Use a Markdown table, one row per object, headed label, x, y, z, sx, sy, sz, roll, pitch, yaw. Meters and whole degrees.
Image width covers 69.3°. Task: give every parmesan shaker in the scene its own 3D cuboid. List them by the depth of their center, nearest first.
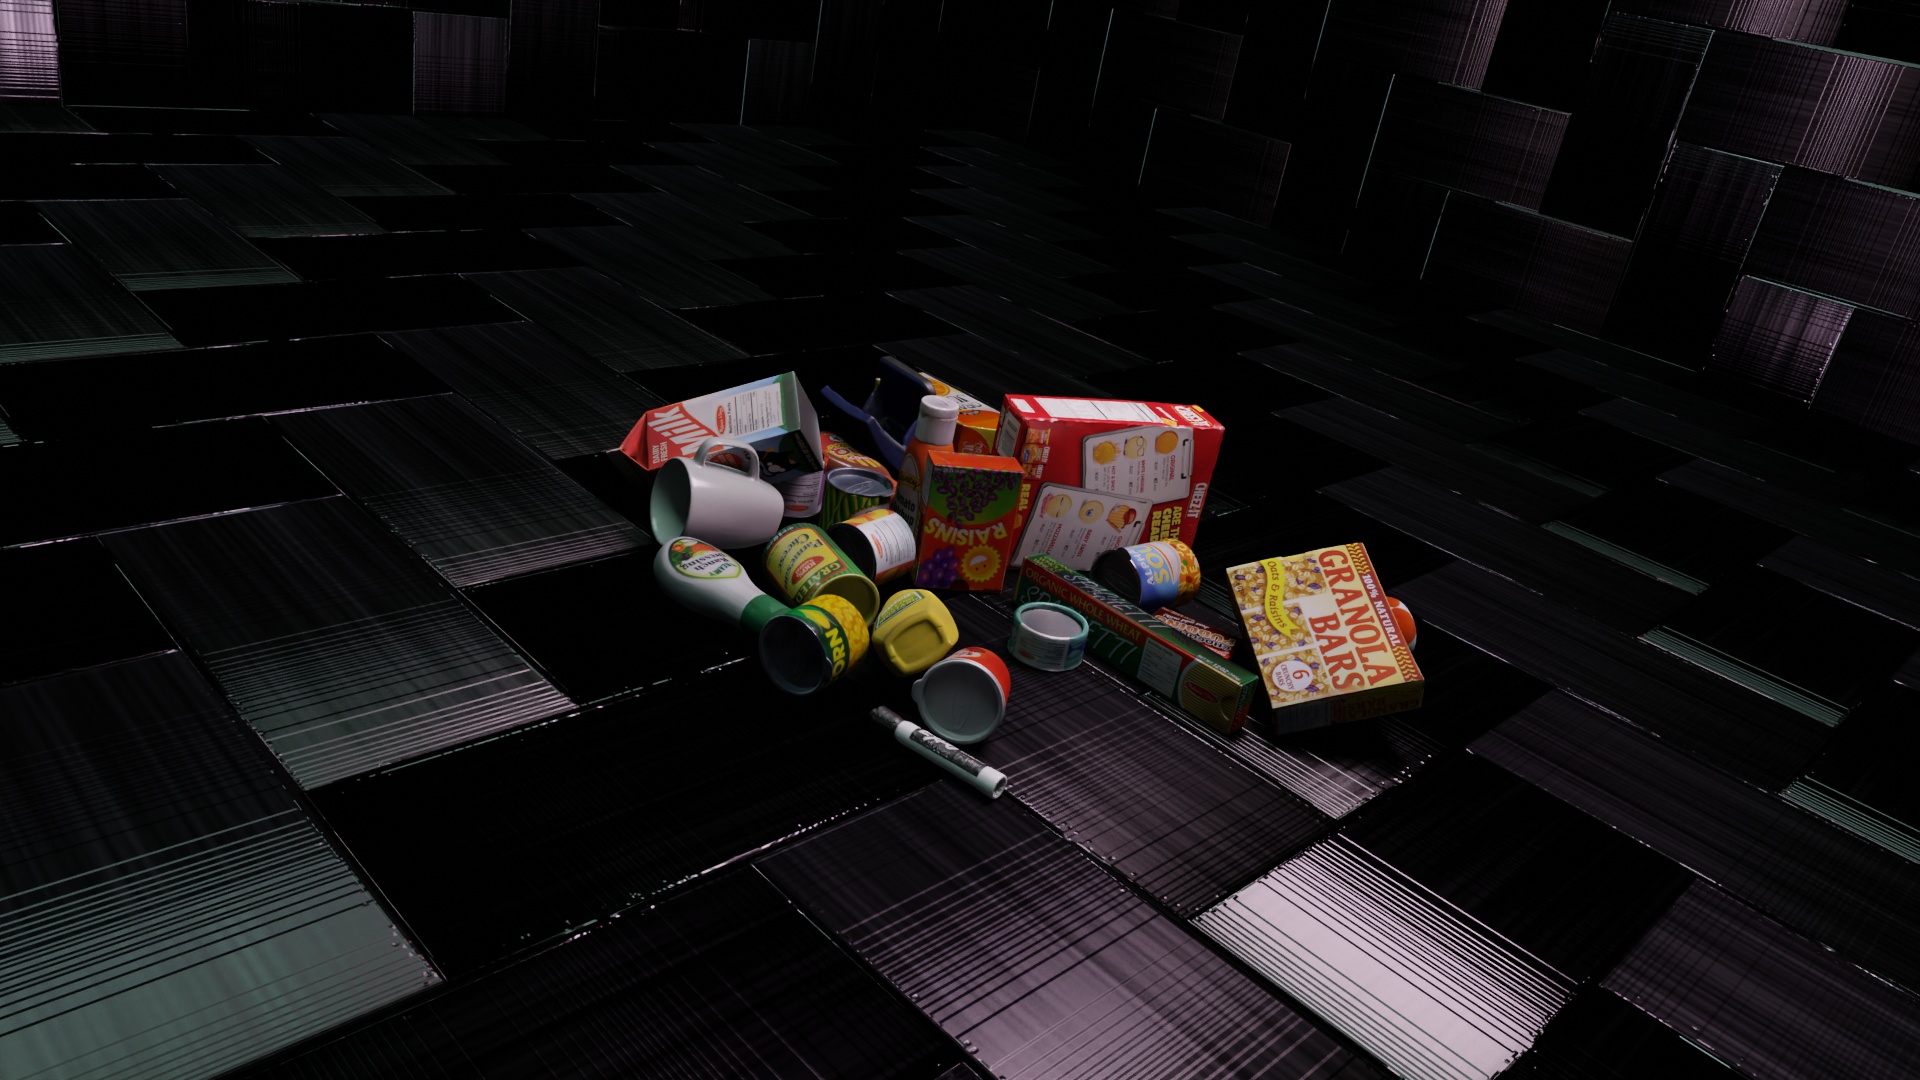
| label | x | y | z | sx | sy | sz | roll | pitch | yaw |
| --- | --- | --- | --- | --- | --- | --- | --- | --- | --- |
| parmesan shaker | -0.123 | 0.037 | 1.177 | 0.071 | 0.071 | 0.103 | -4 | 28 | -30 |

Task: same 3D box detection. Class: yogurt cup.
| label | x | y | z | sx | sy | sz | roll | pitch | yaw |
| --- | --- | --- | --- | --- | --- | --- | --- | --- | --- |
| yogurt cup | 0.006 | 0.115 | 1.062 | 0.072 | 0.072 | 0.054 | 16 | 17 | 11 |

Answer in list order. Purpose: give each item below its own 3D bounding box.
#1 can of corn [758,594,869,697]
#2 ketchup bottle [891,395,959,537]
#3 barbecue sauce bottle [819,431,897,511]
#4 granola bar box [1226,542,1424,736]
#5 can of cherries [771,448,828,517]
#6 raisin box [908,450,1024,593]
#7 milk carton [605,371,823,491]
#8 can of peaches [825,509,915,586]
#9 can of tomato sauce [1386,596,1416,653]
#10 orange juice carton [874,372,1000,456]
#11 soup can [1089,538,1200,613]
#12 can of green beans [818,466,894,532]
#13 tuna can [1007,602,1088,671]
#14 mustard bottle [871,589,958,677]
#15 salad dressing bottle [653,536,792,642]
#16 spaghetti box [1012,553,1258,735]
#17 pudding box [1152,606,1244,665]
| label | x | y | z | sx | sy | sz | roll | pitch | yaw |
| --- | --- | --- | --- | --- | --- | --- | --- | --- | --- |
| can of corn | -0.111 | 0.082 | 1.080 | 0.071 | 0.071 | 0.058 | 23 | 26 | 25 |
| ketchup bottle | -0.032 | -0.063 | 1.328 | 0.043 | 0.148 | 0.065 | -4 | 28 | -32 |
| barbecue sauce bottle | -0.104 | -0.065 | 1.427 | 0.065 | 0.043 | 0.149 | -1 | 27 | -41 |
| granola bar box | 0.307 | 0.080 | 1.186 | 0.124 | 0.038 | 0.166 | -11 | 43 | 3 |
| can of cherries | -0.168 | -0.064 | 1.380 | 0.071 | 0.058 | 0.072 | 9 | 25 | -4 |
| raisin box | 0.005 | -0.016 | 1.270 | 0.086 | 0.122 | 0.040 | 4 | 23 | -15 |
| milk carton | -0.233 | -0.089 | 1.318 | 0.190 | 0.072 | 0.074 | -14 | 57 | 6 |
| can of peaches | -0.084 | 0.010 | 1.250 | 0.071 | 0.071 | 0.058 | 26 | 28 | 30 |
| can of tomato sauce | 0.363 | 0.088 | 1.265 | 0.083 | 0.071 | 0.071 | -4 | 28 | -30 |
| orange juice carton | -0.013 | -0.120 | 1.551 | 0.073 | 0.071 | 0.193 | -14 | 34 | -41 |
| soup can | 0.173 | 0.033 | 1.296 | 0.084 | 0.071 | 0.071 | -10 | 32 | -39 |
| can of green beans | -0.102 | -0.032 | 1.339 | 0.071 | 0.057 | 0.071 | 9 | 24 | -4 |
| tuna can | 0.077 | 0.081 | 1.199 | 0.071 | 0.032 | 0.071 | 9 | 25 | -4 |
| mustard bottle | -0.041 | 0.069 | 1.136 | 0.065 | 0.048 | 0.160 | -33 | 9 | -1 |
| salad dressing bottle | -0.193 | 0.045 | 1.152 | 0.148 | 0.043 | 0.064 | 28 | 31 | 33 |
| spaghetti box | 0.145 | 0.084 | 1.201 | 0.029 | 0.050 | 0.250 | -11 | 32 | -44 |
| pudding box | 0.202 | 0.093 | 1.228 | 0.084 | 0.030 | 0.050 | 23 | 28 | 25 |
